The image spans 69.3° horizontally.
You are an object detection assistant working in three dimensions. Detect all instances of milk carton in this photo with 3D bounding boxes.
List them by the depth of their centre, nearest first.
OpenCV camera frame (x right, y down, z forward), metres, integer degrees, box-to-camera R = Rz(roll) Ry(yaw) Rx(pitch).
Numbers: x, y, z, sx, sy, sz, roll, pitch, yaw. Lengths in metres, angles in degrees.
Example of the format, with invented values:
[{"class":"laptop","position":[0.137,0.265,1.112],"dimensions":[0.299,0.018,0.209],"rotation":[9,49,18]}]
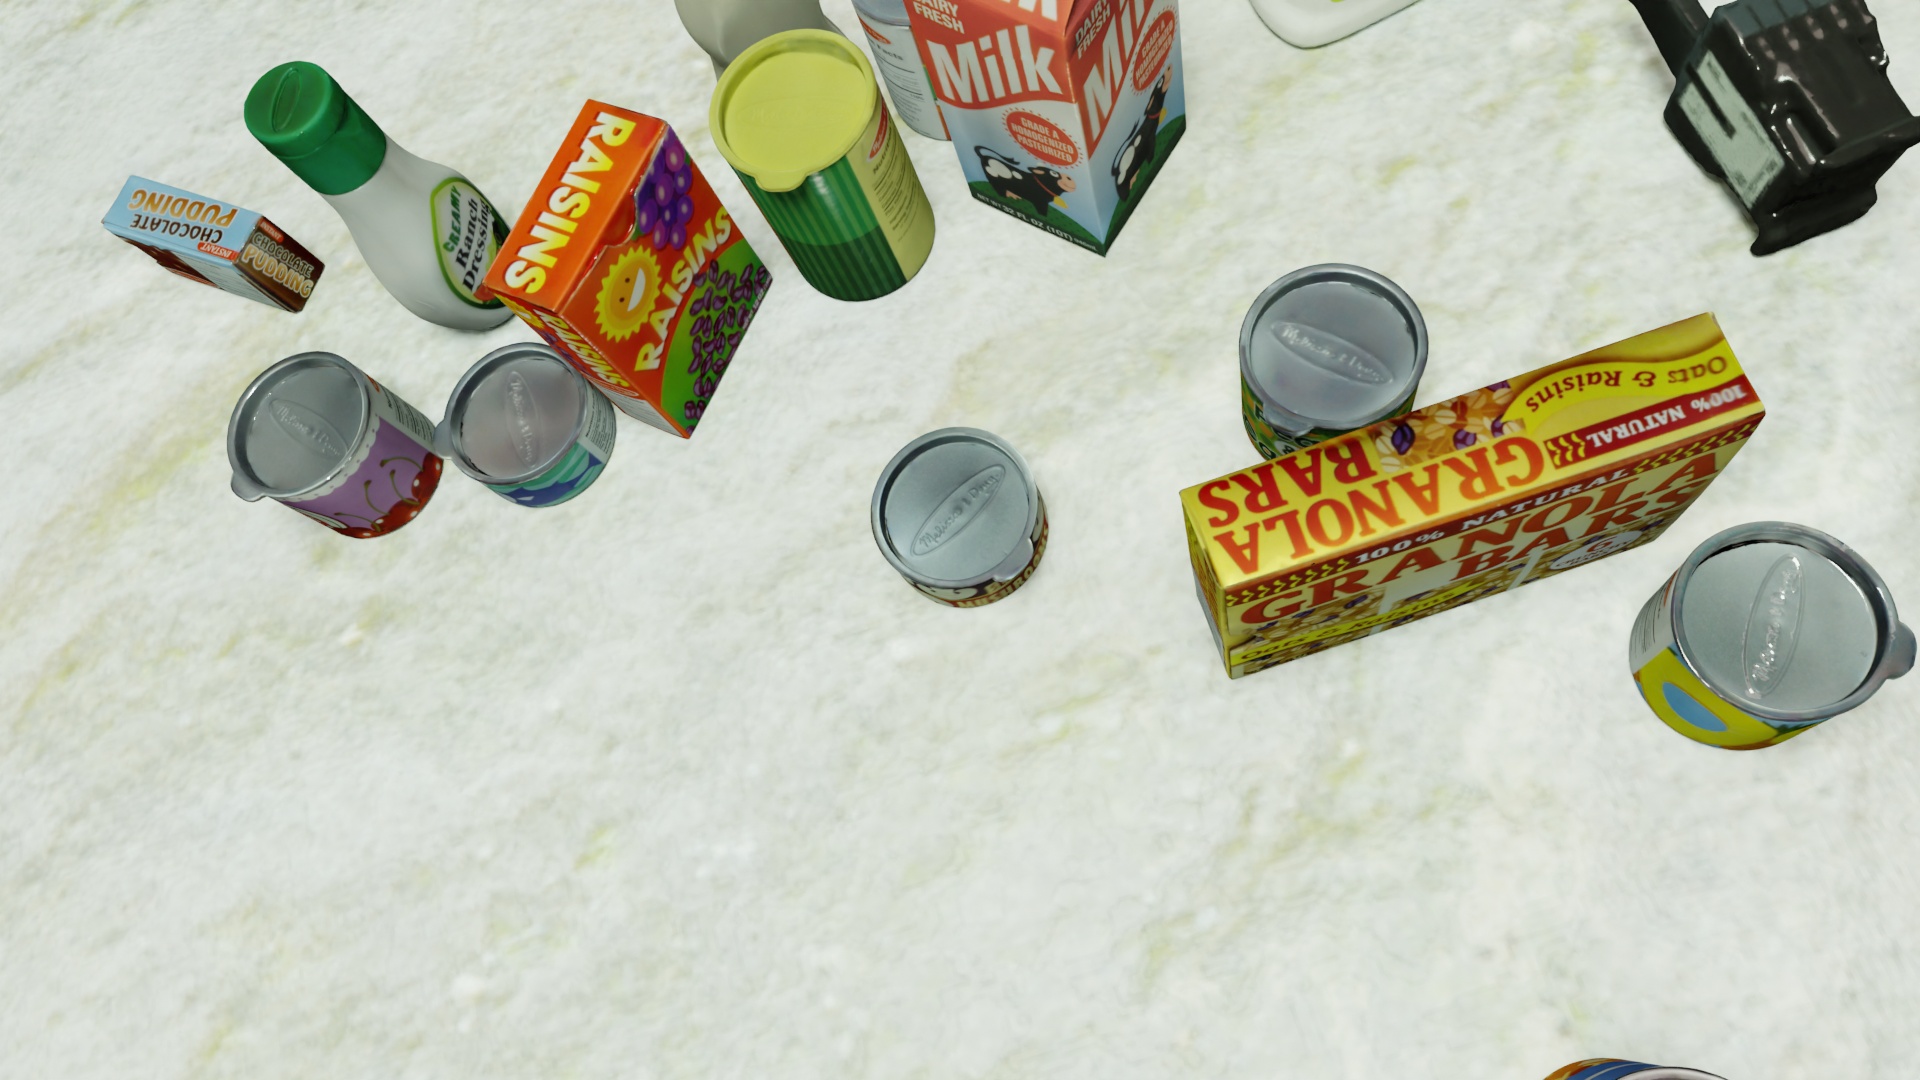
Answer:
[{"class":"milk carton","position":[0.033,-0.193,0.520],"dimensions":[0.072,0.190,0.073],"rotation":[29,80,19]}]

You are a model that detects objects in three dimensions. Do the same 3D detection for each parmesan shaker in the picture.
[{"class":"parmesan shaker","position":[-0.054,-0.147,0.570],"dimensions":[0.071,0.103,0.071],"rotation":[-4,71,11]}]

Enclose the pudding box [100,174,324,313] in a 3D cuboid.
[{"class":"pudding box","position":[-0.354,-0.140,0.659],"dimensions":[0.084,0.049,0.030],"rotation":[18,77,17]}]

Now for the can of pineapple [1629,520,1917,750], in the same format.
[{"class":"can of pineapple","position":[0.267,0.035,0.464],"dimensions":[0.071,0.057,0.071],"rotation":[-4,71,11]}]

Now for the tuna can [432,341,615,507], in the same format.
[{"class":"tuna can","position":[-0.188,-0.048,0.602],"dimensions":[0.071,0.032,0.071],"rotation":[-4,71,11]}]

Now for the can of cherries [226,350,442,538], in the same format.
[{"class":"can of cherries","position":[-0.271,-0.038,0.602],"dimensions":[0.071,0.058,0.071],"rotation":[-4,71,11]}]

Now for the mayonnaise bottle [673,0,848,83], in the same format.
[{"class":"mayonnaise bottle","position":[-0.086,-0.220,0.577],"dimensions":[0.065,0.147,0.041],"rotation":[-46,69,-5]}]

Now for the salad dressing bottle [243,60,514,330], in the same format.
[{"class":"salad dressing bottle","position":[-0.236,-0.140,0.582],"dimensions":[0.044,0.147,0.064],"rotation":[1,72,12]}]

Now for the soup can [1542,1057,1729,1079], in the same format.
[{"class":"soup can","position":[0.207,0.189,0.410],"dimensions":[0.071,0.083,0.071],"rotation":[-4,71,11]}]

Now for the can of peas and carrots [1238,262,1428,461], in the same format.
[{"class":"can of peas and carrots","position":[0.138,-0.059,0.523],"dimensions":[0.071,0.058,0.071],"rotation":[-4,71,11]}]

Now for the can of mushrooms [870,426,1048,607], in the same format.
[{"class":"can of mushrooms","position":[0.002,-0.007,0.547],"dimensions":[0.071,0.033,0.071],"rotation":[-4,71,11]}]

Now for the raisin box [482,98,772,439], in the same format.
[{"class":"raisin box","position":[-0.128,-0.104,0.560],"dimensions":[0.040,0.123,0.086],"rotation":[22,78,18]}]

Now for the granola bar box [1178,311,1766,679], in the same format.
[{"class":"granola bar box","position":[0.161,-0.007,0.465],"dimensions":[0.165,0.124,0.039],"rotation":[-19,69,5]}]

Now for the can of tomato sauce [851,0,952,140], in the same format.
[{"class":"can of tomato sauce","position":[-0.006,-0.224,0.596],"dimensions":[0.071,0.083,0.071],"rotation":[-4,71,11]}]
